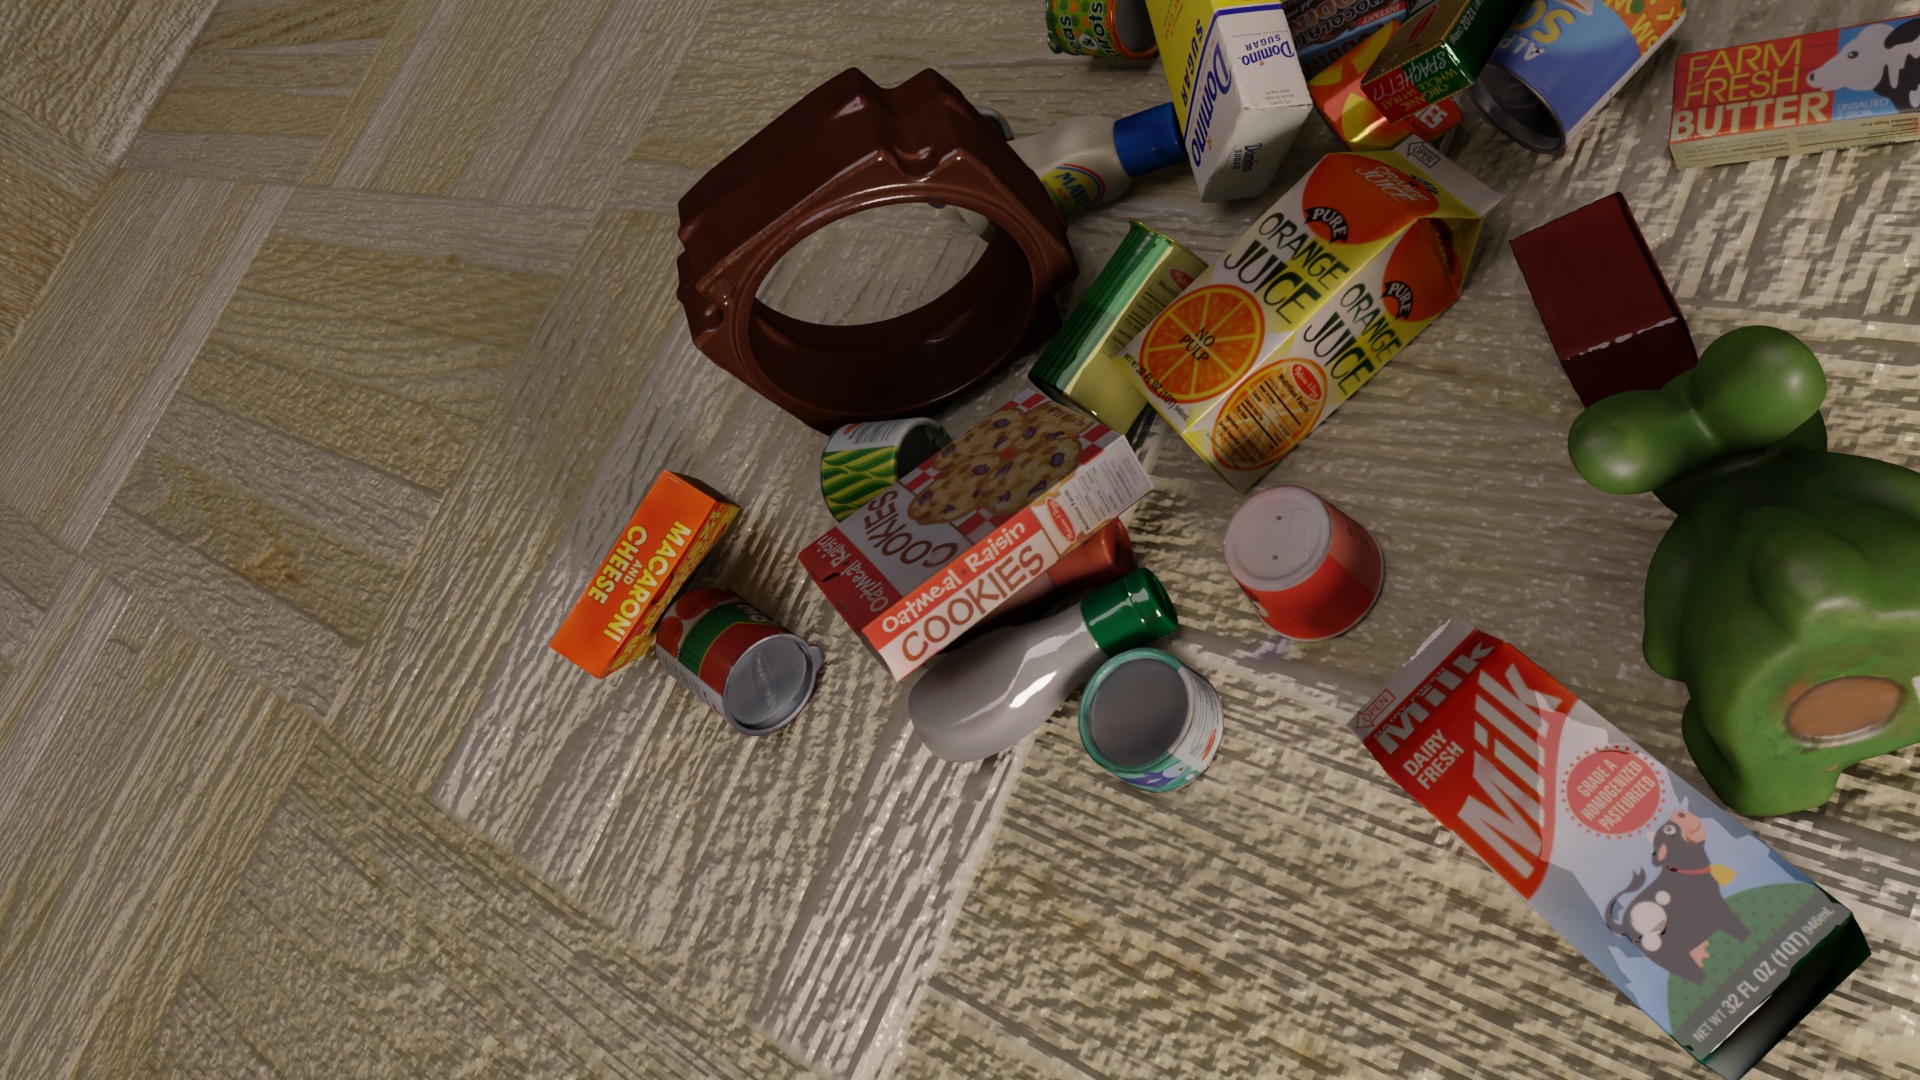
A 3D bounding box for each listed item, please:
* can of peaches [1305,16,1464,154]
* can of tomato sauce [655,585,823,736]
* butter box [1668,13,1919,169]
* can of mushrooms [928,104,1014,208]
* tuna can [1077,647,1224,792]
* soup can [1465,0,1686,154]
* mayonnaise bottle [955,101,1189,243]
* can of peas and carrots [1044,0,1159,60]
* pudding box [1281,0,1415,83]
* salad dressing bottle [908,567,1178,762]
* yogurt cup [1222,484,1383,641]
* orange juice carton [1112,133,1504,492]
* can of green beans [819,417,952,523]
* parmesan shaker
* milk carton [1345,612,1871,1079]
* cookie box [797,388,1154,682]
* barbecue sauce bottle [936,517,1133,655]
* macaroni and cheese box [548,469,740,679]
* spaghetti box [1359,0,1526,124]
[{"bbox_3d":[0.225,-0.233,0.740,0.058,0.071,0.071,-34,50,19],"label":"can of peaches"},{"bbox_3d":[-0.136,0.070,0.850,0.083,0.071,0.071,28,85,44],"label":"can of tomato sauce"},{"bbox_3d":[0.382,-0.203,0.634,0.103,0.024,0.053,2,68,38],"label":"butter box"},{"bbox_3d":[0.003,-0.254,0.924,0.033,0.071,0.071,22,81,42],"label":"can of mushrooms"},{"bbox_3d":[0.091,0.088,0.688,0.071,0.033,0.071,-17,57,29],"label":"tuna can"},{"bbox_3d":[0.301,-0.248,0.688,0.083,0.071,0.071,-47,47,6],"label":"soup can"},{"bbox_3d":[0.069,-0.232,0.865,0.148,0.064,0.041,-12,58,28],"label":"mayonnaise bottle"},{"bbox_3d":[0.097,-0.346,0.901,0.059,0.071,0.071,23,81,42],"label":"can of peas and carrots"},{"bbox_3d":[0.220,-0.297,0.805,0.083,0.030,0.050,-15,59,31],"label":"pudding box"},{"bbox_3d":[0.043,0.065,0.731,0.147,0.044,0.064,-31,40,19],"label":"salad dressing bottle"},{"bbox_3d":[0.161,0.008,0.665,0.072,0.054,0.073,-17,58,29],"label":"yogurt cup"},{"bbox_3d":[0.180,-0.123,0.710,0.192,0.073,0.072,-43,48,9],"label":"orange juice carton"},{"bbox_3d":[-0.042,-0.040,0.838,0.058,0.071,0.071,-2,65,36],"label":"can of green beans"},{"bbox_3d":[0.090,-0.117,0.776,0.103,0.071,0.071,-54,47,1],"label":"parmesan shaker"},{"bbox_3d":[0.237,0.108,0.539,0.072,0.073,0.191,-48,47,7],"label":"milk carton"},{"bbox_3d":[0.003,-0.009,0.746,0.168,0.040,0.123,-36,27,-7],"label":"cookie box"},{"bbox_3d":[0.022,0.022,0.770,0.148,0.043,0.065,-18,45,29],"label":"barbecue sauce bottle"},{"bbox_3d":[-0.192,0.018,0.871,0.124,0.040,0.166,-57,4,-2],"label":"macaroni and cheese box"},{"bbox_3d":[0.277,-0.302,0.704,0.050,0.028,0.251,-13,36,56],"label":"spaghetti box"}]
